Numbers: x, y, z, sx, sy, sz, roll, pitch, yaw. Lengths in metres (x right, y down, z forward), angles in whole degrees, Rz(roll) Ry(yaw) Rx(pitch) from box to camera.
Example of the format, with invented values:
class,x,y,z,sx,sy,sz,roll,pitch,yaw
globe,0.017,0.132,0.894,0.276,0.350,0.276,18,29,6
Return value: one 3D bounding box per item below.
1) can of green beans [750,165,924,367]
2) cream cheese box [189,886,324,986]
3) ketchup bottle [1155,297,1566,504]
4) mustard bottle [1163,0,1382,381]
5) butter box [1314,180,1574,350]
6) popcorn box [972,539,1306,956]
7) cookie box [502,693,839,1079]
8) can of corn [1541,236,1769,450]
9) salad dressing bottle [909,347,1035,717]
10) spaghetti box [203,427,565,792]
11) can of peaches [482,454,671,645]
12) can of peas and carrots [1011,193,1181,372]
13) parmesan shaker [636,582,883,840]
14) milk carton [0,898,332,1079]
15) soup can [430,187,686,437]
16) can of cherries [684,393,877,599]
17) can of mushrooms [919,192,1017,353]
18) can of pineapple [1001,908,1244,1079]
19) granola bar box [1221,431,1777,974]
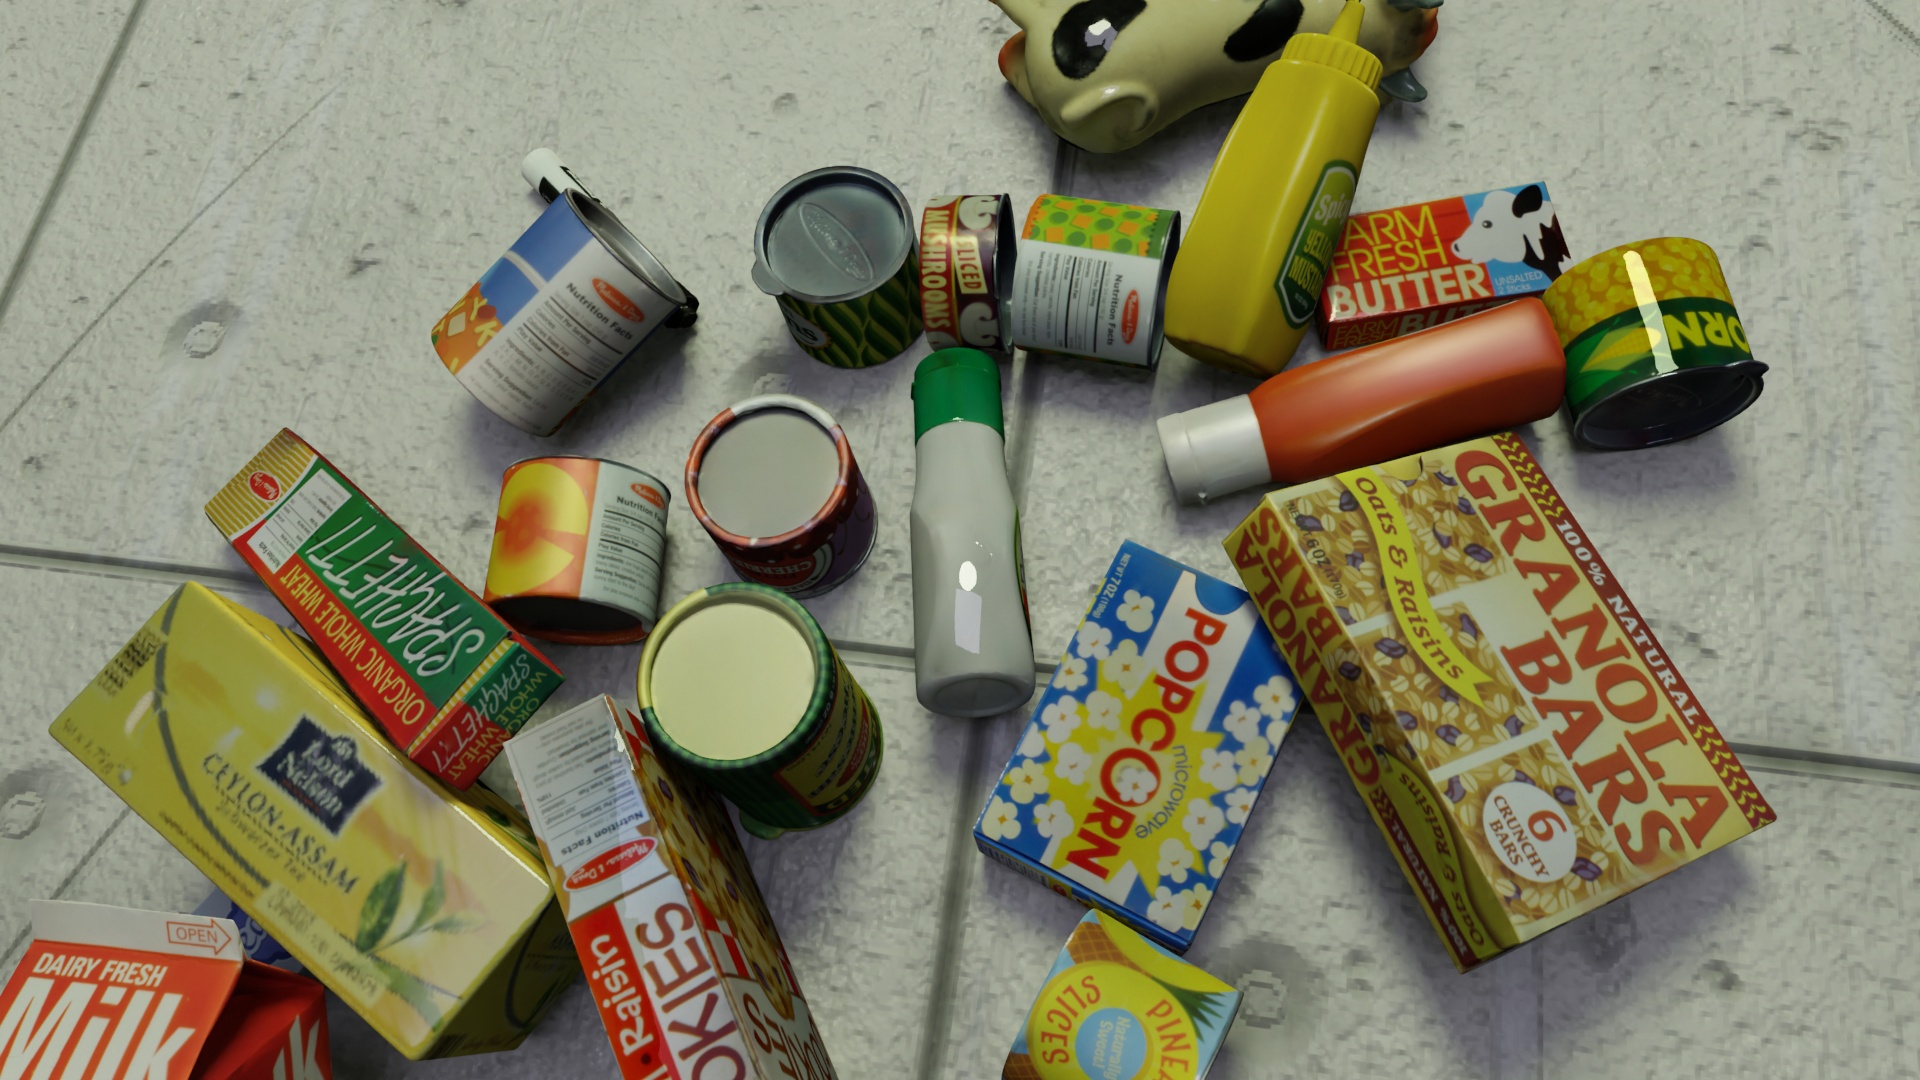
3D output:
class,x,y,z,sx,sy,sz,roll,pitch,yaw
can of green beans,-0.049,-0.115,0.591,0.071,0.057,0.071,-2,68,6
cream cheese box,-0.248,0.134,0.532,0.053,0.024,0.104,35,75,20
ketchup bottle,0.153,-0.050,0.541,0.149,0.064,0.043,-16,73,9
mustard bottle,0.130,-0.145,0.548,0.049,0.065,0.160,23,96,31
butter box,0.197,-0.115,0.580,0.103,0.024,0.053,-10,67,2
popcorn box,0.071,0.075,0.511,0.085,0.038,0.127,24,73,16
cookie box,-0.082,0.145,0.454,0.040,0.122,0.168,-26,68,-5
can of corn,0.265,-0.076,0.532,0.071,0.071,0.058,-7,67,4
salad dressing bottle,0.002,-0.007,0.542,0.044,0.064,0.148,-1,60,-5
spaghetti box,-0.223,0.015,0.514,0.250,0.028,0.050,27,72,45
can of peaches,-0.153,0.006,0.551,0.071,0.071,0.058,-1,69,6
can of peas and carrots,0.057,-0.107,0.573,0.059,0.070,0.071,11,70,11
parmesan shaker,-0.069,0.065,0.496,0.071,0.102,0.071,-2,68,6
milk carton,-0.245,0.200,0.428,0.072,0.073,0.190,3,103,9
soup can,-0.169,-0.096,0.584,0.083,0.071,0.071,-43,69,8
can of cherries,-0.071,-0.015,0.552,0.071,0.058,0.072,-2,68,6
can of mushrooms,0.004,-0.110,0.576,0.033,0.071,0.071,1,68,9
can of pineapple,0.053,0.165,0.459,0.058,0.070,0.071,26,74,16
granola bar box,0.185,0.047,0.484,0.124,0.038,0.166,-14,65,-25
